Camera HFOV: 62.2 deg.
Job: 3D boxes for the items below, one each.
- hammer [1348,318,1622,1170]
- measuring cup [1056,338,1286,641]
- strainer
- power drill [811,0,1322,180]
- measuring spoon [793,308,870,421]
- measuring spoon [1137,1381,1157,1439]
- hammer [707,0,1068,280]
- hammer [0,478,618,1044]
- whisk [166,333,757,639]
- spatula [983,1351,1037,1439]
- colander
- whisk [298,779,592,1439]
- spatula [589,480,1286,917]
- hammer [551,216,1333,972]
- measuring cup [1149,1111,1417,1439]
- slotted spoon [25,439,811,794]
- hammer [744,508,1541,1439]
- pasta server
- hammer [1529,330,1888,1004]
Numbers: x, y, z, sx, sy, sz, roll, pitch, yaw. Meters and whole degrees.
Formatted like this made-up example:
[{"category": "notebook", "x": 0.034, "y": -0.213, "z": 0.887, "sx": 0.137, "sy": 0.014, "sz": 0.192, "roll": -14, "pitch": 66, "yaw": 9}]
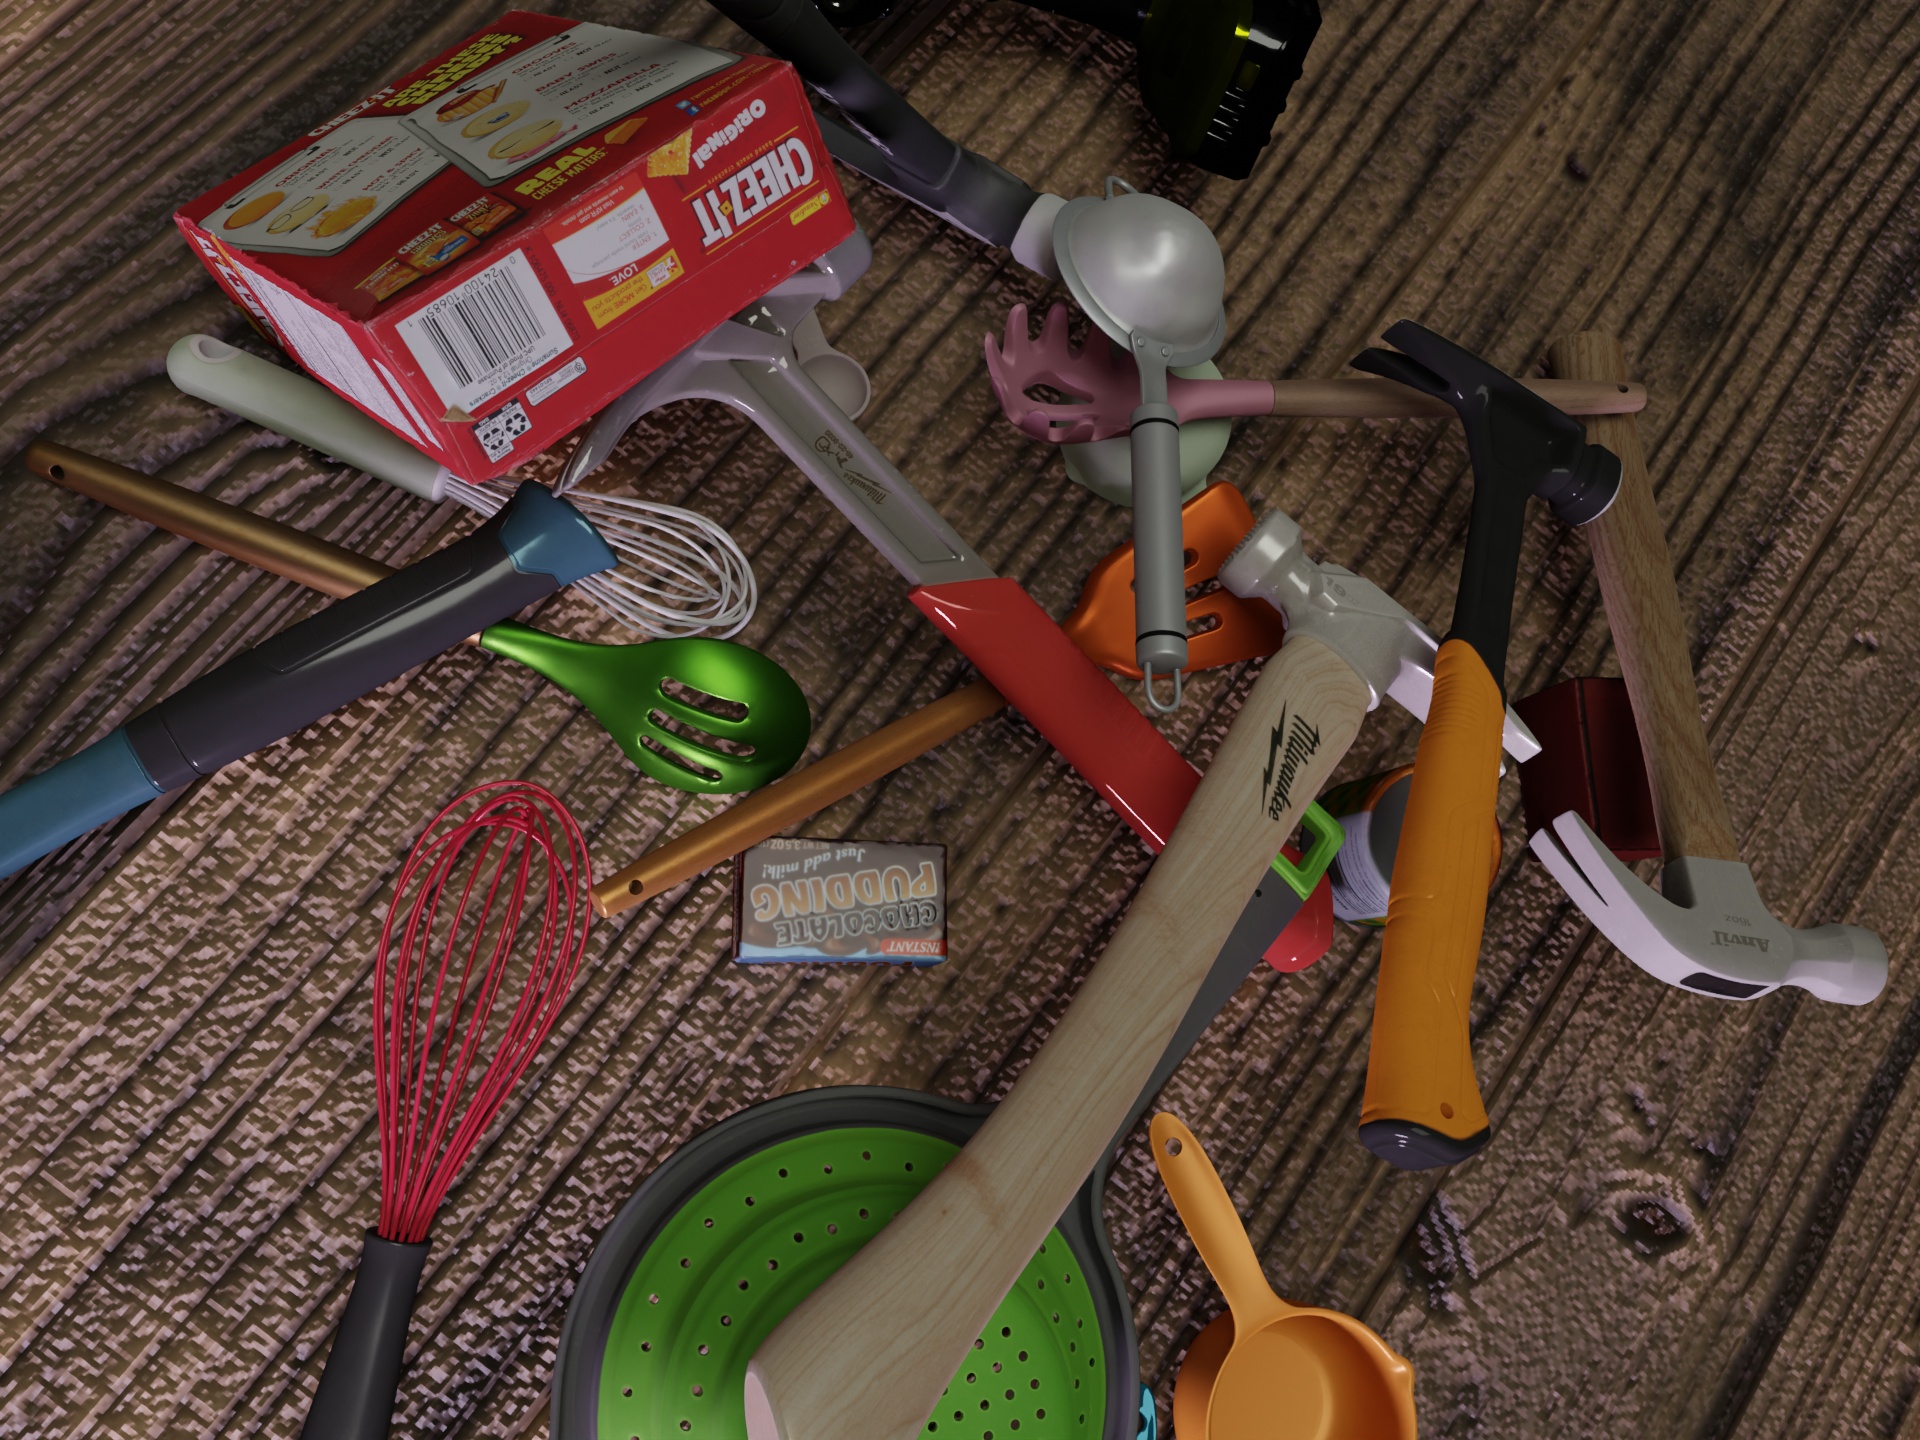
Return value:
[{"category": "hammer", "x": 0.183, "y": -0.001, "z": 0.594, "sx": 0.127, "sy": 0.034, "sz": 0.337, "roll": 27, "pitch": 59, "yaw": -17}, {"category": "measuring cup", "x": 0.111, "y": -0.100, "z": 0.704, "sx": 0.083, "sy": 0.038, "sz": 0.167, "roll": -36, "pitch": 87, "yaw": -18}, {"category": "strainer", "x": 0.077, "y": -0.122, "z": 0.615, "sx": 0.086, "sy": 0.050, "sz": 0.259, "roll": 14, "pitch": 64, "yaw": -27}, {"category": "power drill", "x": 0.033, "y": -0.316, "z": 0.684, "sx": 0.223, "sy": 0.080, "sz": 0.171, "roll": 13, "pitch": 43, "yaw": -12}, {"category": "measuring spoon", "x": -0.075, "y": -0.179, "z": 0.692, "sx": 0.034, "sy": 0.018, "sz": 0.124, "roll": -22, "pitch": 78, "yaw": -17}, {"category": "measuring spoon", "x": 0.056, "y": 0.325, "z": 0.619, "sx": 0.042, "sy": 0.021, "sz": 0.129, "roll": 19, "pitch": 66, "yaw": -8}, {"category": "hammer", "x": -0.063, "y": -0.245, "z": 0.558, "sx": 0.146, "sy": 0.334, "sz": 0.035, "roll": 35, "pitch": 100, "yaw": 19}, {"category": "hammer", "x": -0.278, "y": 0.005, "z": 0.568, "sx": 0.331, "sy": 0.033, "sz": 0.128, "roll": -30, "pitch": 88, "yaw": -8}, {"category": "whisk", "x": -0.195, "y": -0.093, "z": 0.629, "sx": 0.246, "sy": 0.059, "sz": 0.058, "roll": 24, "pitch": 36, "yaw": -4}, {"category": "spatula", "x": -0.018, "y": 0.391, "z": 0.582, "sx": 0.059, "sy": 0.018, "sz": 0.316, "roll": 18, "pitch": 76, "yaw": -6}, {"category": "colander", "x": 0.025, "y": 0.166, "z": 0.541, "sx": 0.204, "sy": 0.094, "sz": 0.397, "roll": 43, "pitch": 71, "yaw": -1}, {"category": "whisk", "x": -0.194, "y": 0.165, "z": 0.568, "sx": 0.073, "sy": 0.073, "sz": 0.296, "roll": 15, "pitch": 82, "yaw": -10}, {"category": "spatula", "x": -0.001, "y": -0.002, "z": 0.642, "sx": 0.322, "sy": 0.041, "sz": 0.081, "roll": -28, "pitch": 103, "yaw": -26}, {"category": "hammer", "x": 0.019, "y": -0.019, "z": 0.620, "sx": 0.359, "sy": 0.037, "sz": 0.149, "roll": 46, "pitch": 73, "yaw": -17}, {"category": "measuring cup", "x": 0.109, "y": 0.235, "z": 0.629, "sx": 0.095, "sy": 0.052, "sz": 0.174, "roll": -24, "pitch": 83, "yaw": -17}, {"category": "slotted spoon", "x": -0.208, "y": -0.043, "z": 0.616, "sx": 0.313, "sy": 0.031, "sz": 0.070, "roll": 22, "pitch": 115, "yaw": -4}, {"category": "hammer", "x": 0.073, "y": 0.088, "z": 0.542, "sx": 0.146, "sy": 0.038, "sz": 0.411, "roll": 40, "pitch": 54, "yaw": 1}, {"category": "pasta server", "x": 0.160, "y": -0.143, "z": 0.685, "sx": 0.316, "sy": 0.040, "sz": 0.060, "roll": -3, "pitch": 66, "yaw": -14}, {"category": "hammer", "x": 0.297, "y": -0.040, "z": 0.692, "sx": 0.130, "sy": 0.031, "sz": 0.332, "roll": 8, "pitch": 59, "yaw": -11}]
